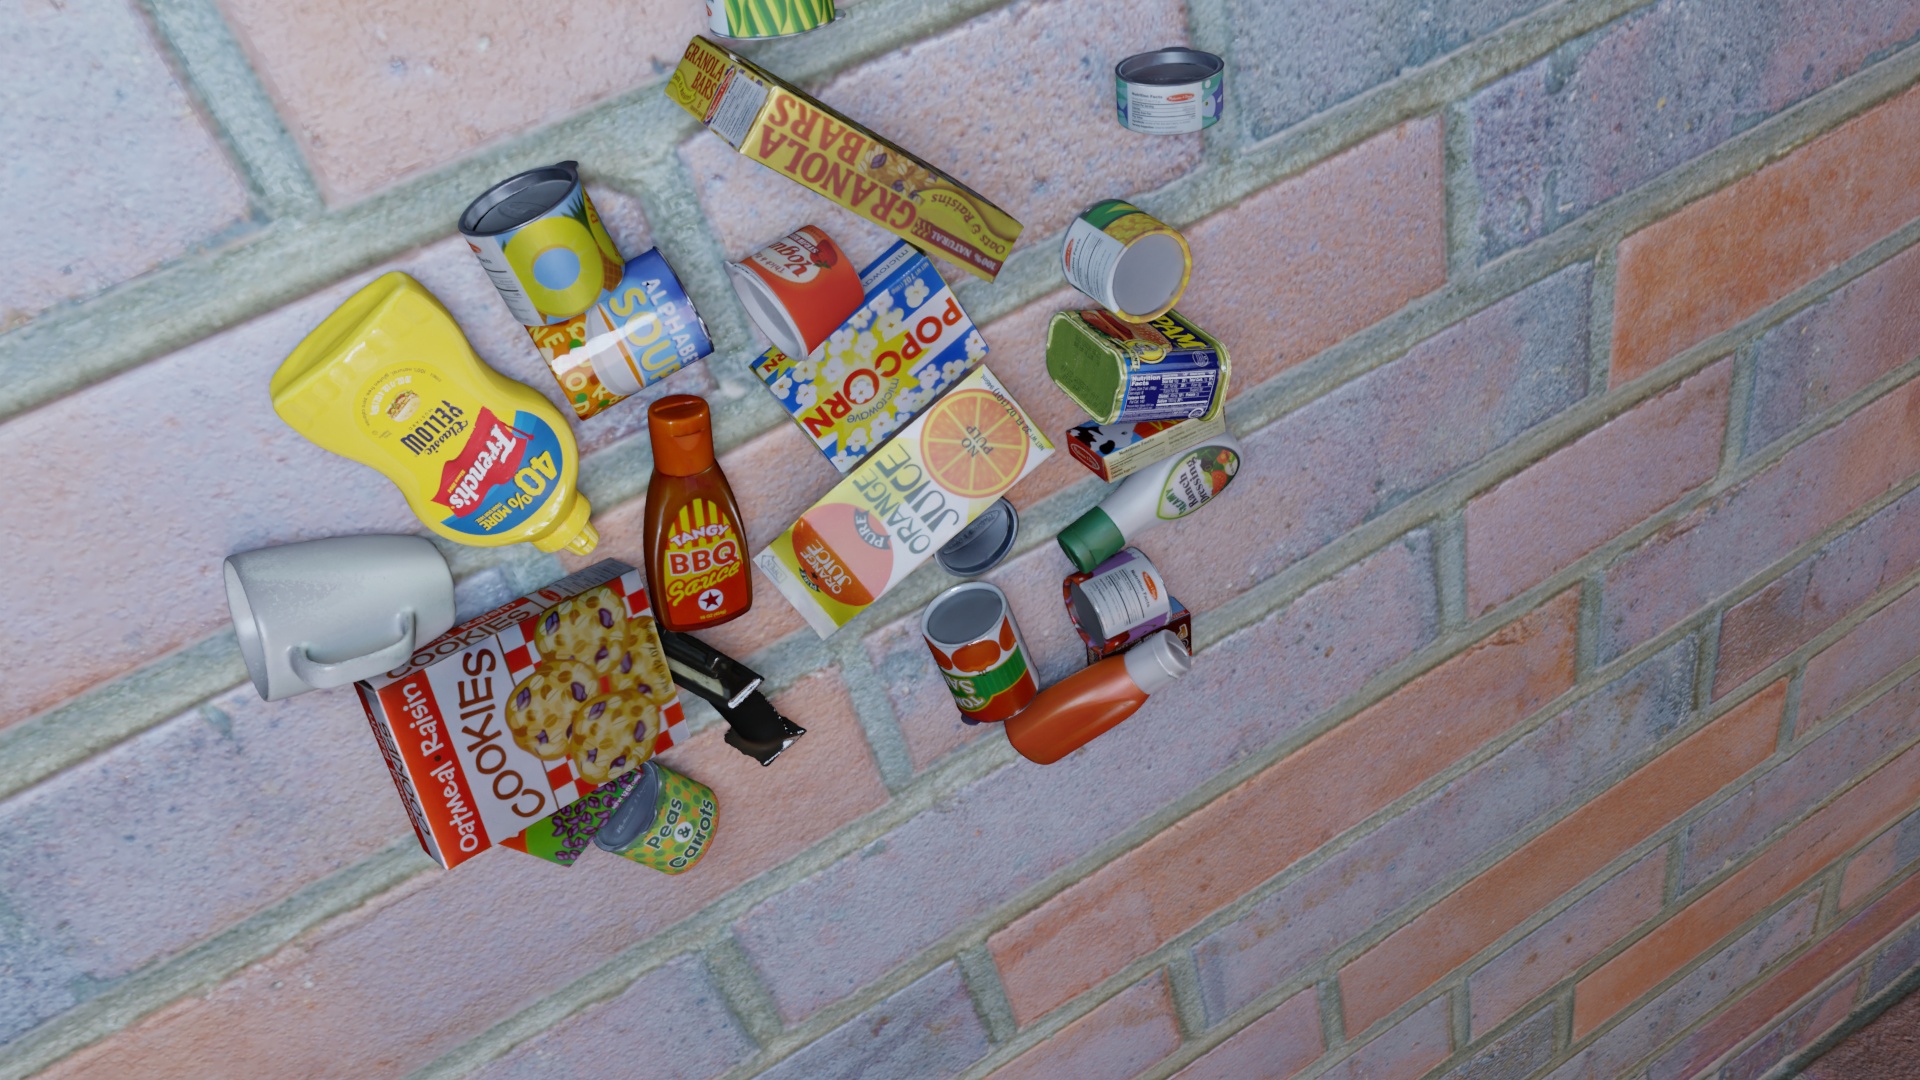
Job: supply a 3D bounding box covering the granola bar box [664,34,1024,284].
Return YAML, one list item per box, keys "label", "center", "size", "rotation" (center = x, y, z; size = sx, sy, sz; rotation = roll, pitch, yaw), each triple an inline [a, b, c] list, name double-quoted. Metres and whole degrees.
- label: "granola bar box"
  center: [-0.062, -0.205, 0.745]
  size: [0.165, 0.124, 0.039]
  rotation: [20, 107, -38]

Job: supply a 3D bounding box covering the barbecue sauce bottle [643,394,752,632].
- label: "barbecue sauce bottle"
  center: [-0.166, -0.016, 0.855]
  size: [0.065, 0.044, 0.147]
  rotation: [-15, 125, -21]

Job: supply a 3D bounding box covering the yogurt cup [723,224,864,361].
- label: "yogurt cup"
  center: [-0.093, -0.146, 0.806]
  size: [0.054, 0.072, 0.072]
  rotation: [-40, 131, -14]

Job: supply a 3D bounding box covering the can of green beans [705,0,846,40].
- label: "can of green beans"
  center: [-0.099, -0.293, 0.707]
  size: [0.071, 0.071, 0.057]
  rotation: [-19, 126, -20]

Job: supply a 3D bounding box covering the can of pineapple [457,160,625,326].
- label: "can of pineapple"
  center: [-0.215, -0.154, 0.724]
  size: [0.071, 0.071, 0.057]
  rotation: [-31, 130, -11]

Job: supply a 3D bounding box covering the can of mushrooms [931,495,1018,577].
- label: "can of mushrooms"
  center: [0.003, -0.012, 0.966]
  size: [0.071, 0.033, 0.070]
  rotation: [-15, 126, -22]

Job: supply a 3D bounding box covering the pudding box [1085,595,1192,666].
- label: "pudding box"
  center: [0.143, 0.084, 1.112]
  size: [0.084, 0.030, 0.049]
  rotation: [-21, 128, -18]

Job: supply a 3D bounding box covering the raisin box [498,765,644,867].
- label: "raisin box"
  center: [-0.280, 0.152, 0.895]
  size: [0.086, 0.040, 0.123]
  rotation: [-51, 132, 6]

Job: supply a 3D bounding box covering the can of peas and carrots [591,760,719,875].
- label: "can of peas and carrots"
  center: [-0.205, 0.188, 0.942]
  size: [0.071, 0.071, 0.058]
  rotation: [-49, 131, 5]

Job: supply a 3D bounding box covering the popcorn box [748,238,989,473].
- label: "popcorn box"
  center: [-0.055, -0.114, 0.864]
  size: [0.127, 0.038, 0.085]
  rotation: [-40, 131, -3]

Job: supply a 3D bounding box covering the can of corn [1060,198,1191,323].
- label: "can of corn"
  center: [0.111, -0.183, 0.907]
  size: [0.071, 0.058, 0.070]
  rotation: [-15, 126, -22]

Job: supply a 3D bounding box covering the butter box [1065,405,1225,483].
- label: "butter box"
  center: [0.133, -0.078, 0.990]
  size: [0.104, 0.053, 0.024]
  rotation: [-24, 126, -17]

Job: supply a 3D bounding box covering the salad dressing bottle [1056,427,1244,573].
- label: "salad dressing bottle"
  center: [0.140, -0.032, 1.029]
  size: [0.148, 0.044, 0.064]
  rotation: [-36, 132, -6]

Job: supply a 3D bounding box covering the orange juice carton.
- label: "orange juice carton"
  center: [-0.037, -0.023, 0.892]
  size: [0.193, 0.073, 0.072]
  rotation: [-40, 93, -3]

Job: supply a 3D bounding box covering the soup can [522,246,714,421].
- label: "soup can"
  center: [-0.187, -0.112, 0.763]
  size: [0.084, 0.071, 0.071]
  rotation: [-31, 130, -11]

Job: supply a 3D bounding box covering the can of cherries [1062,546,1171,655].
- label: "can of cherries"
  center: [0.117, 0.047, 1.052]
  size: [0.058, 0.072, 0.071]
  rotation: [-25, 128, -15]

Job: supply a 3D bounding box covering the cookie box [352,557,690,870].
- label: "cookie box"
  center: [-0.257, 0.100, 0.832]
  size: [0.168, 0.040, 0.122]
  rotation: [-28, 117, -34]

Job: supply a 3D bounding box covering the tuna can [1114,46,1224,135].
- label: "tuna can"
  center: [0.129, -0.277, 0.856]
  size: [0.071, 0.071, 0.032]
  rotation: [-21, 128, -19]

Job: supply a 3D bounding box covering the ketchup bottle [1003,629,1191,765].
- label: "ketchup bottle"
  center: [0.108, 0.121, 1.070]
  size: [0.148, 0.044, 0.064]
  rotation: [-35, 139, 24]

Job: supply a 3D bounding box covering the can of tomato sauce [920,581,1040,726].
- label: "can of tomato sauce"
  center: [0.013, 0.082, 1.009]
  size: [0.071, 0.071, 0.082]
  rotation: [-31, 129, -10]
